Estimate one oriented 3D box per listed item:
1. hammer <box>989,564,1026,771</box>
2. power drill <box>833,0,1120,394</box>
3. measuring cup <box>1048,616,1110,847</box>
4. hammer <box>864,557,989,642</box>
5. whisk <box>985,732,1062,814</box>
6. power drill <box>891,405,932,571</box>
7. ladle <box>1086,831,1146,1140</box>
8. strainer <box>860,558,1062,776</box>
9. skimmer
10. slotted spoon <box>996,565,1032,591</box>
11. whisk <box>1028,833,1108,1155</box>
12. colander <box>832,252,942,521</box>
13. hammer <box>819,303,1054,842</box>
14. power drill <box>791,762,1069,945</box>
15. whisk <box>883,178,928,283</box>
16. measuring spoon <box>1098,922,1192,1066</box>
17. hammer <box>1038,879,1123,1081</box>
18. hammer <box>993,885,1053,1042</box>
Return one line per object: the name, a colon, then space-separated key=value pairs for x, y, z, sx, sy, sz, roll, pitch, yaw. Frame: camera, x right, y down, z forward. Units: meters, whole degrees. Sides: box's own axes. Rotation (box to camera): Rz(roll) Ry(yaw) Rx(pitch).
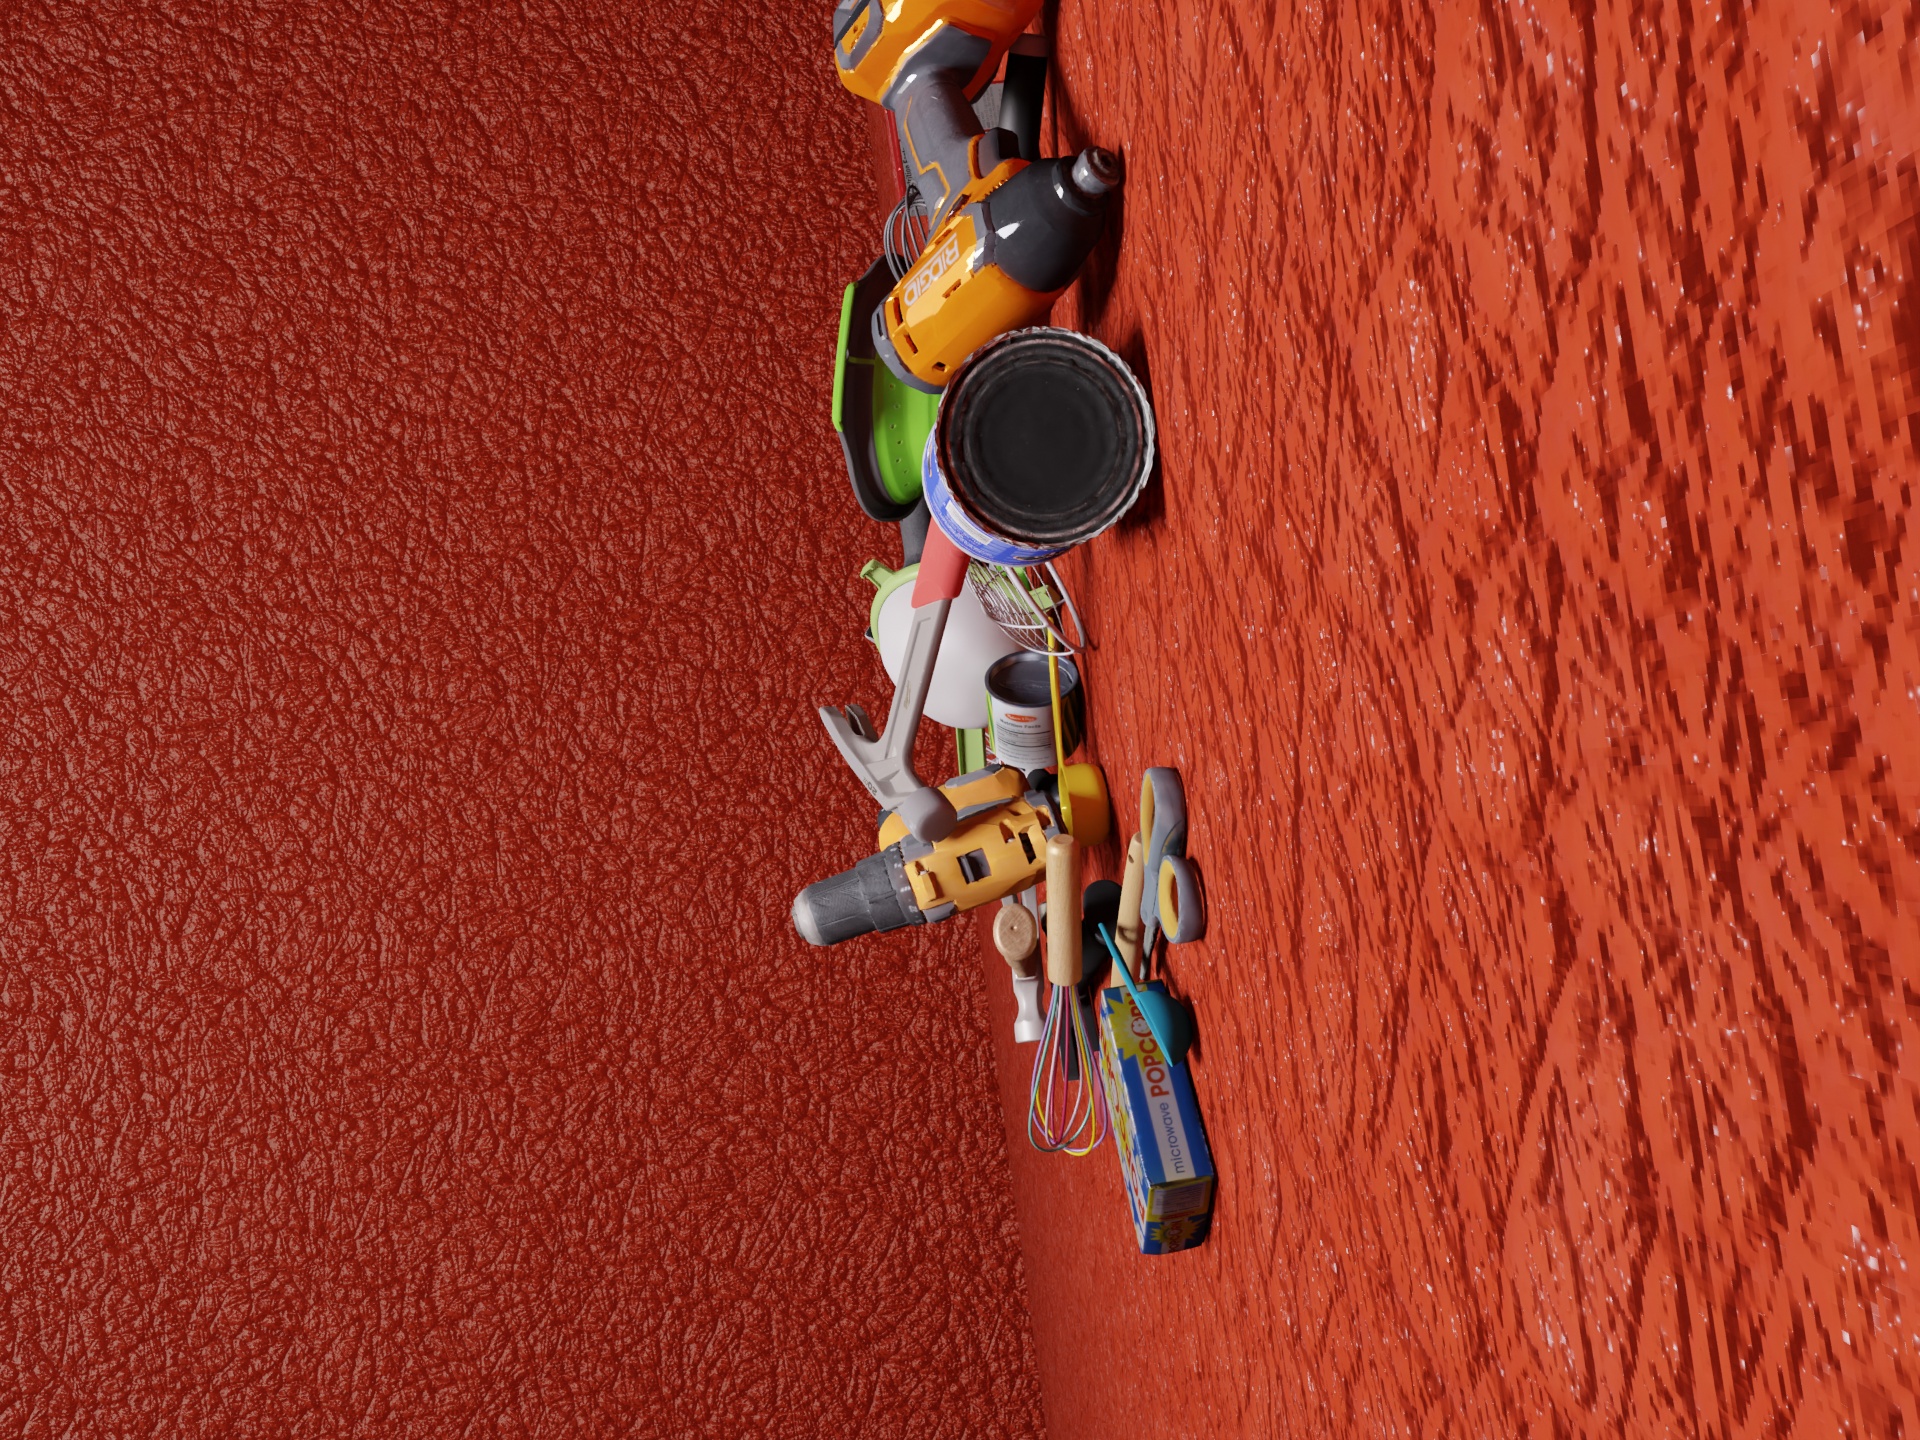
hammer: x=0.048 y=-0.013 z=1.492 sx=0.128 sy=0.033 sz=0.331 roll=-113 pitch=15 yaw=-82
power drill: x=0.010 y=-0.302 z=0.807 sx=0.164 sy=0.084 sz=0.227 roll=-31 pitch=62 yaw=49
measuring cup: x=0.078 y=0.007 z=1.062 sx=0.062 sy=0.029 sz=0.156 roll=118 pitch=147 yaw=-85
hammer: x=0.012 y=-0.172 z=1.117 sx=0.408 sy=0.149 sz=0.036 roll=96 pitch=-168 yaw=-48
whisk: x=0.058 y=0.045 z=1.315 sx=0.285 sy=0.070 sz=0.070 roll=-147 pitch=49 yaw=-79
power drill: x=-0.031 y=-0.192 z=1.493 sx=0.143 sy=0.078 sz=0.219 roll=-21 pitch=-71 yaw=-72
ladle: x=0.103 y=0.176 z=0.995 sx=0.069 sy=0.031 sz=0.315 roll=54 pitch=156 yaw=39
strainer: x=-0.002 y=-0.004 z=1.219 sx=0.256 sy=0.151 sz=0.069 roll=86 pitch=-160 yaw=-44
skimmer: x=0.053 y=-0.213 z=0.955 sx=0.127 sy=0.090 sz=0.363 roll=-86 pitch=2 yaw=-63
slotted spoon: x=0.041 y=-0.206 z=1.205 sx=0.070 sy=0.031 sz=0.313 roll=-111 pitch=13 yaw=-46
whisk: x=0.063 y=0.180 z=1.014 sx=0.047 sy=0.051 sz=0.244 roll=-122 pitch=26 yaw=-61
colander: x=0.006 y=-0.251 z=1.304 sx=0.397 sy=0.094 sz=0.204 roll=7 pitch=-91 yaw=-75
hammer: x=-0.011 y=-0.109 z=0.957 sx=0.149 sy=0.036 sz=0.358 roll=50 pitch=134 yaw=45
power drill: x=-0.019 y=0.096 z=1.105 sx=0.226 sy=0.185 sz=0.084 roll=-99 pitch=-11 yaw=-87
whisk: x=0.006 y=-0.229 z=1.001 sx=0.055 sy=0.055 sz=0.238 roll=-101 pitch=-9 yaw=-46
measuring spoon: x=0.103 y=0.143 z=0.882 sx=0.129 sy=0.021 sz=0.042 roll=-116 pitch=1 yaw=-64
hammer: x=0.091 y=0.175 z=1.148 sx=0.334 sy=0.035 sz=0.146 roll=93 pitch=169 yaw=-73
hammer: x=0.044 y=0.163 z=1.151 sx=0.331 sy=0.031 sz=0.130 roll=74 pitch=-170 yaw=-77
